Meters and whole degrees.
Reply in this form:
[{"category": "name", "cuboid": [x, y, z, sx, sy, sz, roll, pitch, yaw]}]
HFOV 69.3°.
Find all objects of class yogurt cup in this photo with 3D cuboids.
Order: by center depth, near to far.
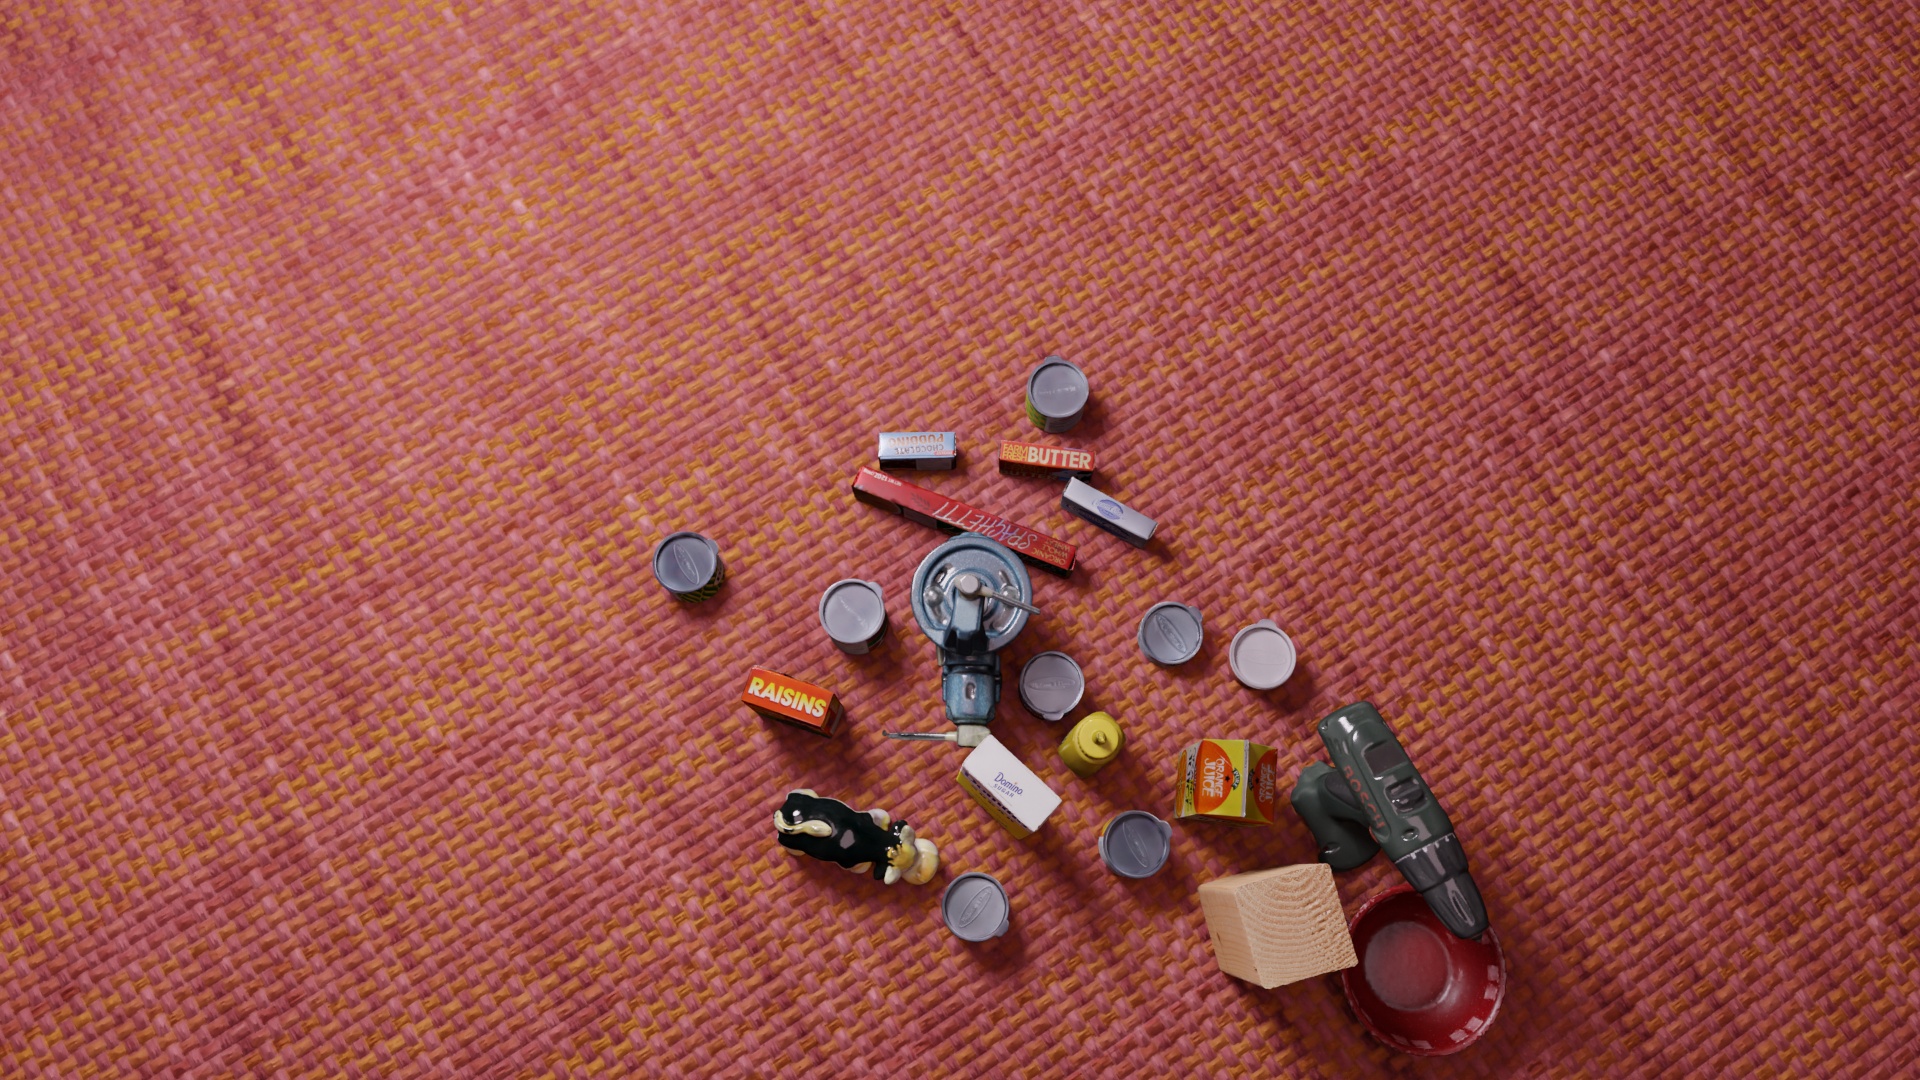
[{"category": "yogurt cup", "cuboid": [0.309, 0.124, 1.441, 0.072, 0.054, 0.072, 0, 76, 0]}]

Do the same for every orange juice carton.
[{"category": "orange juice carton", "cuboid": [0.258, 0.236, 1.342, 0.073, 0.192, 0.072, 7, 77, 2]}]

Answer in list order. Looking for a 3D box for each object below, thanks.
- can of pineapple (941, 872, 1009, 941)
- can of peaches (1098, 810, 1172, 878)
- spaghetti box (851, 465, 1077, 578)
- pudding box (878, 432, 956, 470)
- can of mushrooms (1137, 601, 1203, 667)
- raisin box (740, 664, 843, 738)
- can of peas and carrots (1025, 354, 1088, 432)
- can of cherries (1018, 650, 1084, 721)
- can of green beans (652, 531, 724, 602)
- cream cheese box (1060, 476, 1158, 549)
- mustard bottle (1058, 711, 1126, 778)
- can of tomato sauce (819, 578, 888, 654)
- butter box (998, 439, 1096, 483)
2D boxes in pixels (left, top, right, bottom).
[{"category": "can of pineapple", "cuboid": [0.015, 0.365, 1.379, 0.071, 0.057, 0.071, 0, 76, 0]}, {"category": "can of peaches", "cuboid": [0.175, 0.304, 1.394, 0.071, 0.058, 0.071, 0, 76, 0]}, {"category": "spaghetti box", "cuboid": [0.005, -0.019, 1.477, 0.250, 0.050, 0.029, 21, 78, 5]}, {"category": "pudding box", "cuboid": [-0.046, -0.096, 1.496, 0.084, 0.049, 0.030, -1, 77, 0]}, {"category": "can of mushrooms", "cuboid": [0.221, 0.098, 1.458, 0.071, 0.033, 0.071, 0, 76, 0]}, {"category": "raisin box", "cuboid": [-0.167, 0.163, 1.394, 0.086, 0.123, 0.040, 19, 77, 4]}, {"category": "can of peas and carrots", "cuboid": [0.103, -0.158, 1.508, 0.071, 0.058, 0.071, 0, 76, 0]}, {"category": "can of cherries", "cuboid": [0.092, 0.153, 1.431, 0.071, 0.058, 0.071, 0, 76, 0]}, {"category": "can of green beans", "cuboid": [-0.285, 0.029, 1.461, 0.071, 0.057, 0.071, 0, 76, 0]}, {"category": "cream cheese box", "cuboid": [0.157, -0.028, 1.478, 0.104, 0.053, 0.024, 28, 78, 7]}, {"category": "mustard bottle", "cuboid": [0.133, 0.197, 1.368, 0.065, 0.160, 0.049, -42, 80, -9]}, {"category": "can of tomato sauce", "cuboid": [-0.108, 0.078, 1.436, 0.071, 0.083, 0.071, 0, 77, 0]}, {"category": "butter box", "cuboid": [0.092, -0.084, 1.492, 0.103, 0.053, 0.024, 7, 77, 2]}]
